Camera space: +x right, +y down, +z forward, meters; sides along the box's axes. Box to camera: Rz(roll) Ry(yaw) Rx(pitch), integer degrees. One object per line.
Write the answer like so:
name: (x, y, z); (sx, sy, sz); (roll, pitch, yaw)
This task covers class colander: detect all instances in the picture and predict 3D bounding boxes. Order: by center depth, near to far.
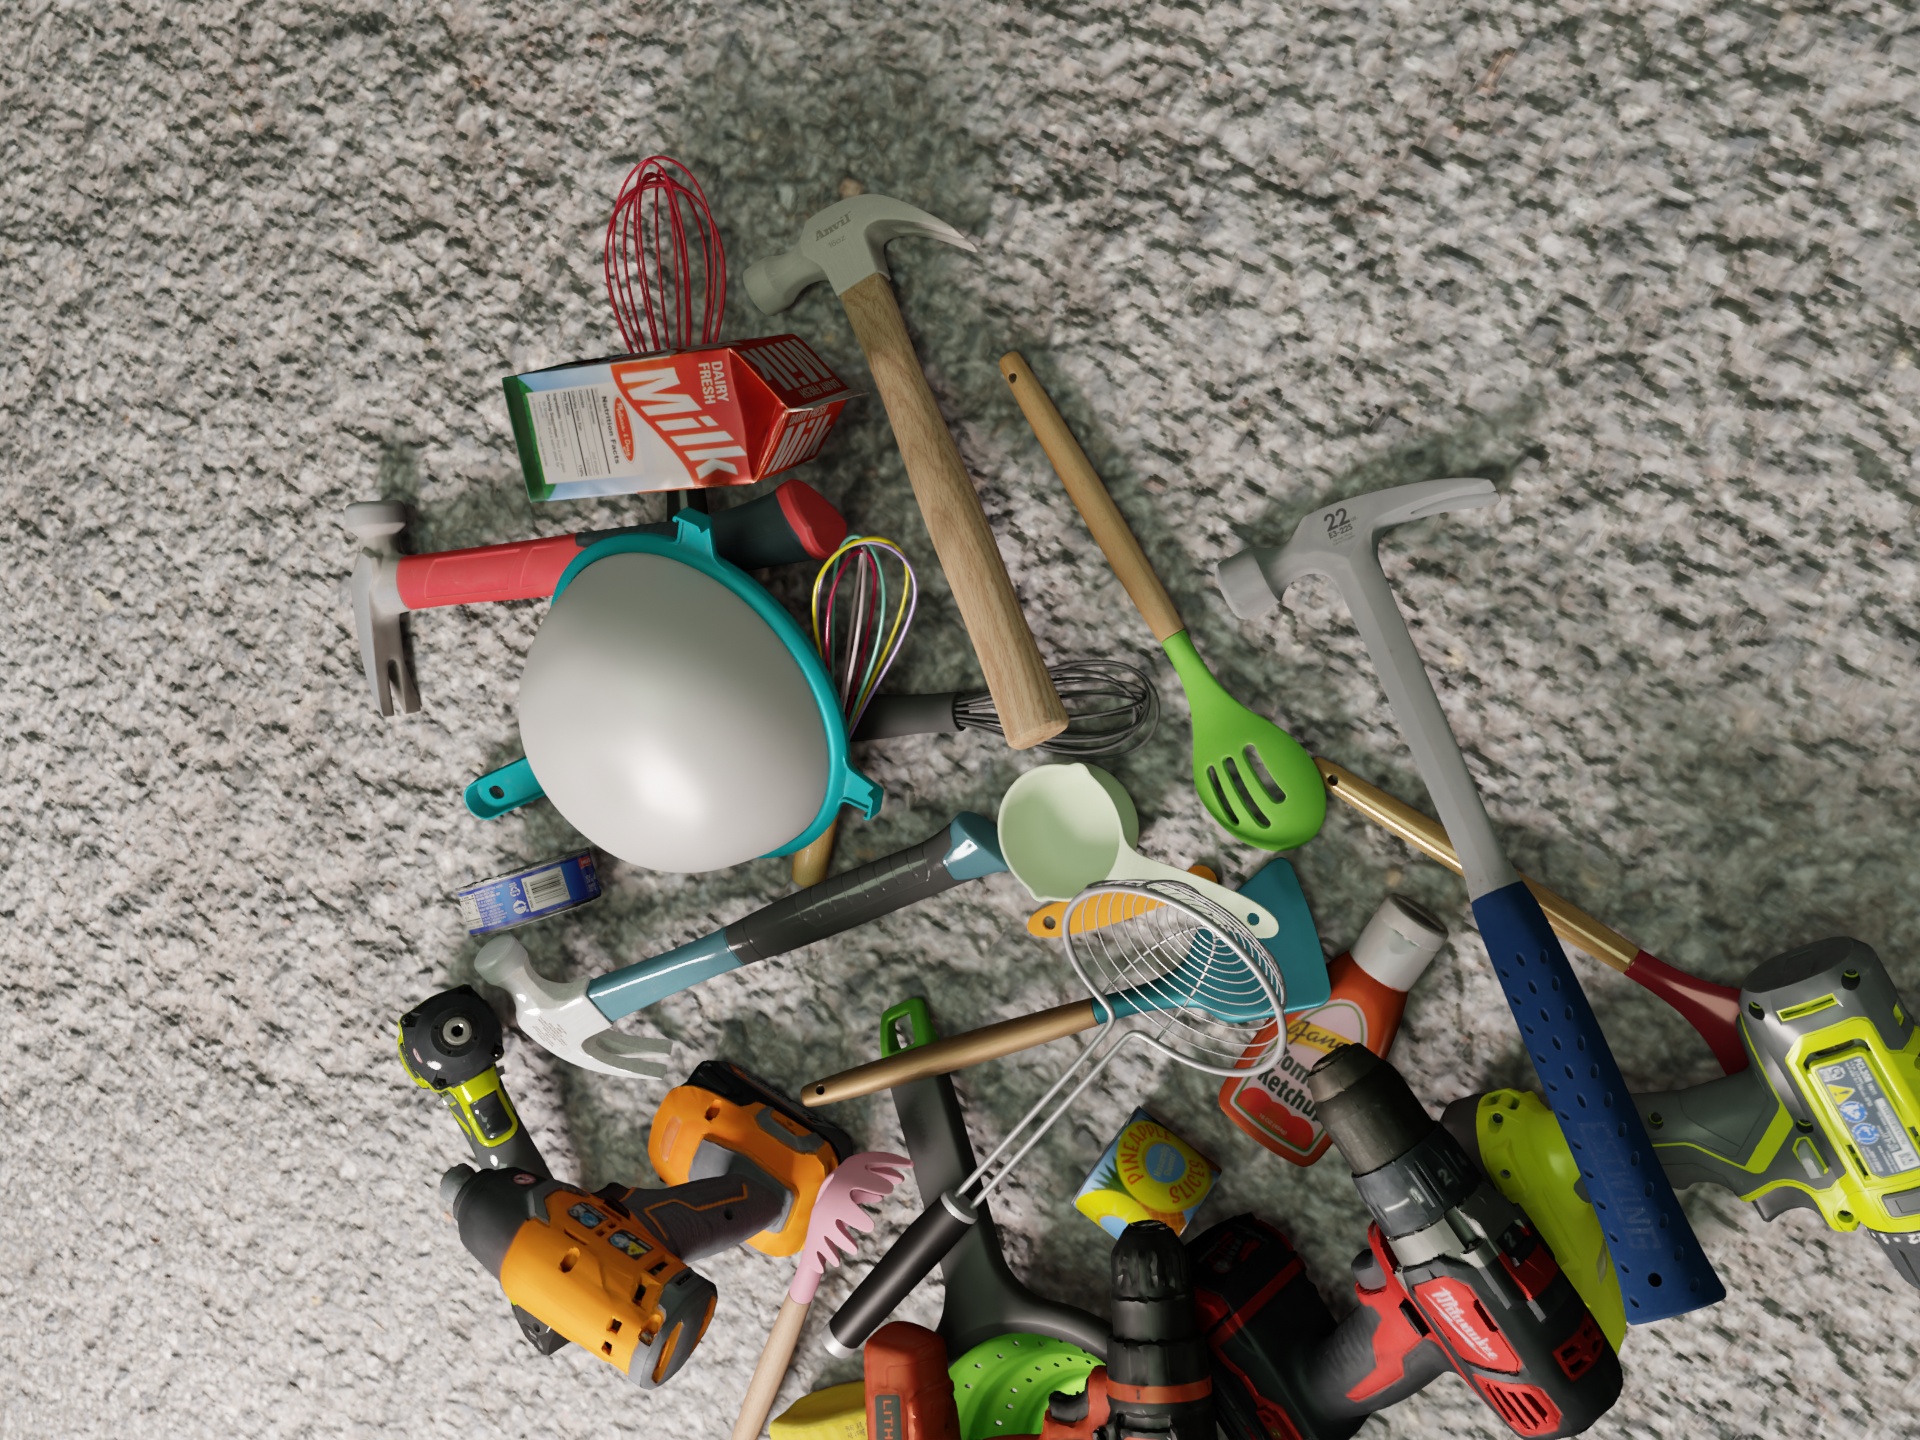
colander: (0.038, 0.352, 0.913); (0.204, 0.094, 0.397); (-28, 67, 25)

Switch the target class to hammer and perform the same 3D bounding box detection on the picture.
hammer: (0.253, 0.068, 0.747); (0.144, 0.035, 0.406); (-27, 67, 22)
hammer: (-0.013, -0.142, 0.872); (0.130, 0.031, 0.331); (-27, 75, 22)
hammer: (-0.123, 0.129, 0.953); (0.331, 0.033, 0.128); (-23, 119, 17)
hammer: (-0.232, -0.080, 0.964); (0.386, 0.038, 0.143); (-2, 97, 32)

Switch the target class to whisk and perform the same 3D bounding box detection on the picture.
whisk: (-0.073, 0.000, 0.897); (0.051, 0.047, 0.244); (35, 130, 27)
whisk: (-0.001, -0.002, 0.906); (0.239, 0.055, 0.055); (-3, 95, 27)
whisk: (-0.168, -0.182, 0.950); (0.073, 0.073, 0.295); (2, 103, 22)

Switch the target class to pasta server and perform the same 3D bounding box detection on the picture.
pasta server: (-0.095, 0.362, 0.948); (0.040, 0.060, 0.316); (27, 123, 11)

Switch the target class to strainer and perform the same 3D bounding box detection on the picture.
strainer: (-0.218, 0.026, 0.923); (0.340, 0.095, 0.211); (-20, 107, 40)

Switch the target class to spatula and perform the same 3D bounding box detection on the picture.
spatula: (0.048, 0.165, 0.885); (0.317, 0.044, 0.082); (-20, 64, 15)

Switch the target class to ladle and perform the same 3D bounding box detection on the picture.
ladle: (0.312, 0.104, 0.795); (0.315, 0.031, 0.069); (33, 109, 18)

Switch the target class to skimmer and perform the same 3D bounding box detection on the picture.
skimmer: (0.028, 0.226, 0.829); (0.127, 0.090, 0.363); (40, 107, 5)

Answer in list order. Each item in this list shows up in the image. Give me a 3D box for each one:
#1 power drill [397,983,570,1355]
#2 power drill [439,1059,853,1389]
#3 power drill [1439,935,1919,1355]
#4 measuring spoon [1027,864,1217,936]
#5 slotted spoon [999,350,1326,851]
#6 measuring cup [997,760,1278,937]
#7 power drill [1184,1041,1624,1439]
power drill: (-0.282, 0.274, 0.997); (0.223, 0.080, 0.171); (61, 156, 3)
power drill: (-0.176, 0.272, 0.907); (0.164, 0.226, 0.084); (26, 105, 18)
power drill: (0.357, 0.225, 0.741); (0.228, 0.080, 0.190); (-30, 86, 32)
measuring spoon: (0.089, 0.104, 0.895); (0.117, 0.011, 0.021); (-18, 89, 23)
slotted spoon: (0.101, -0.067, 0.863); (0.070, 0.031, 0.314); (-35, 80, 37)
measuring cup: (0.100, 0.076, 0.866); (0.168, 0.038, 0.083); (23, 106, 24)
power drill: (0.187, 0.268, 0.781); (0.188, 0.080, 0.226); (56, 141, 10)
